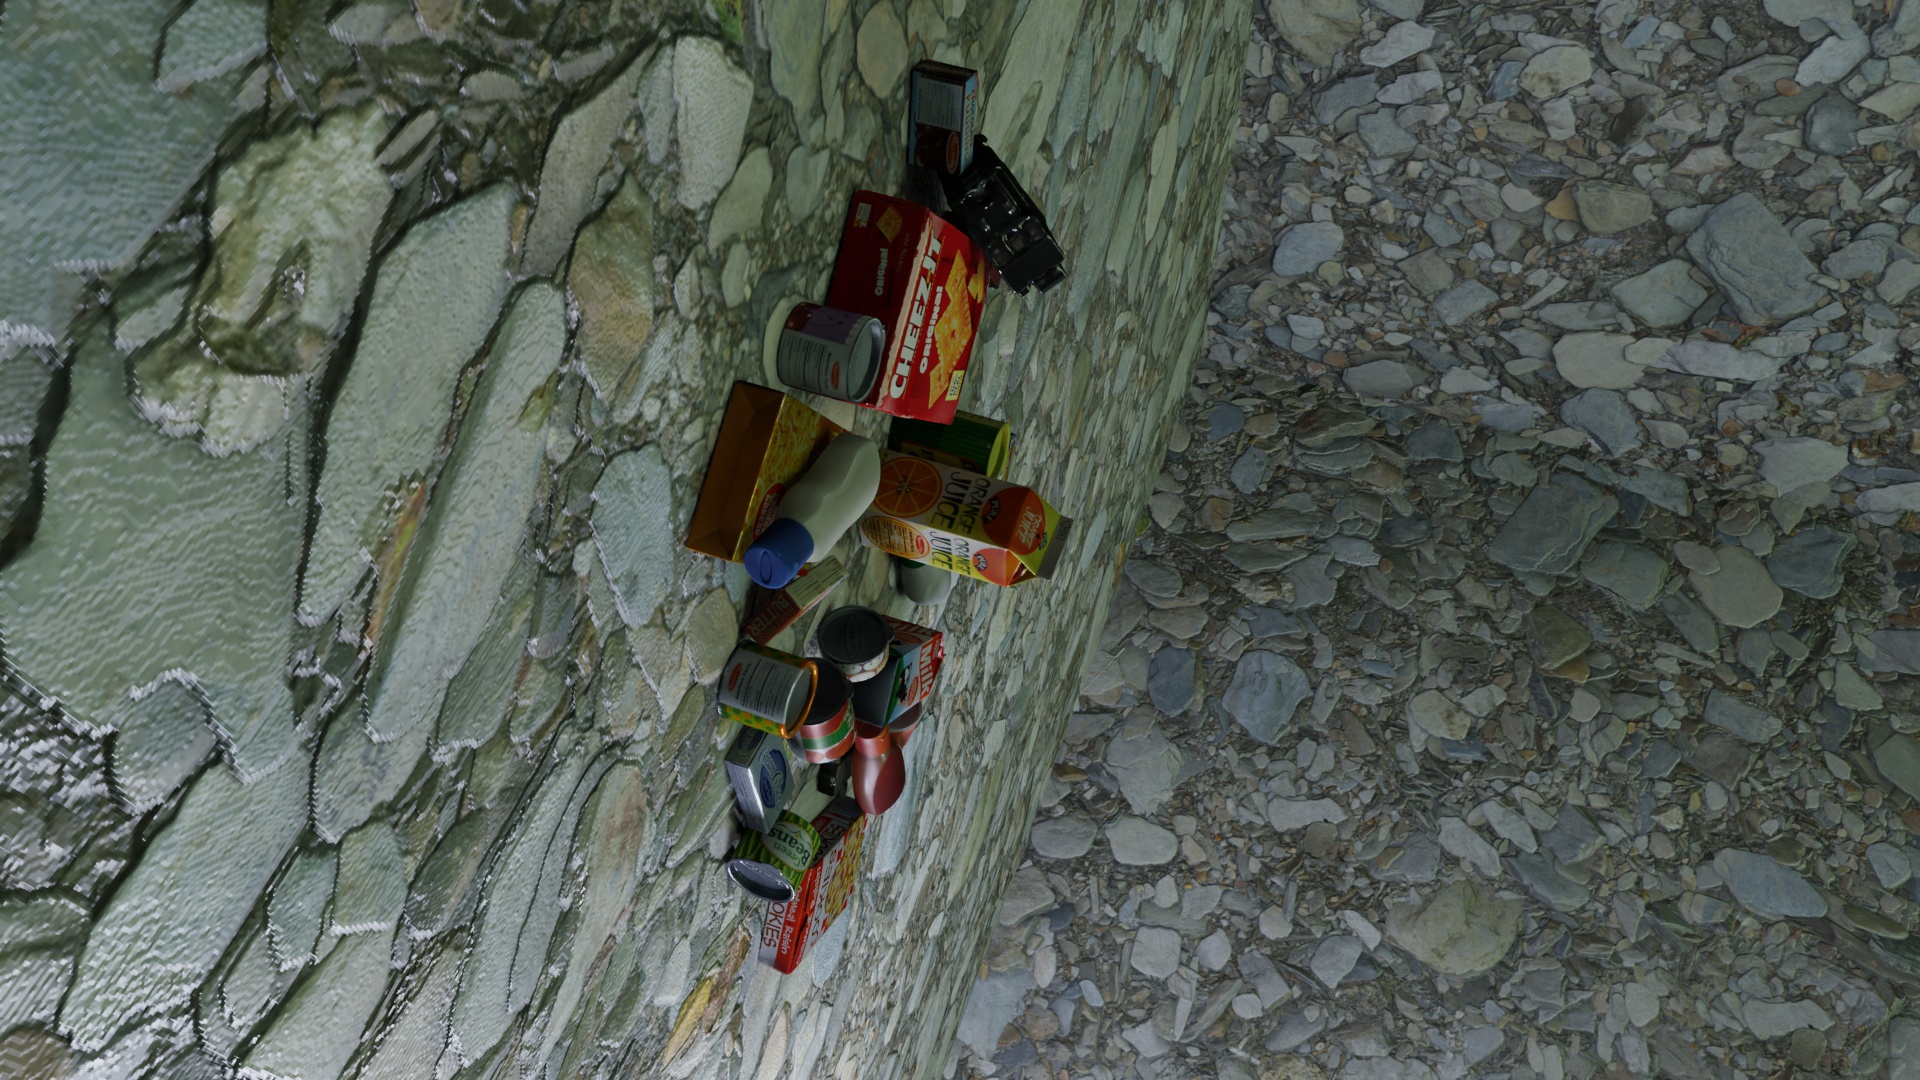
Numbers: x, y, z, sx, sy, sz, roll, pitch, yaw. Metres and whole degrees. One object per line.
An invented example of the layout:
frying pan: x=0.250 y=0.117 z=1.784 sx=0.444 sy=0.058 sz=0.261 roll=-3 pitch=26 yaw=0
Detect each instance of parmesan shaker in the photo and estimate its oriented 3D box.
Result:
parmesan shaker: x=-0.010 y=-0.095 z=1.349 sx=0.071 sy=0.103 sz=0.071 roll=15 pitch=92 yaw=-76

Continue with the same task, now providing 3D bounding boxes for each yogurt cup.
yogurt cup: x=-0.078 y=0.192 z=1.501 sx=0.053 sy=0.072 sz=0.073 roll=105 pitch=10 yaw=-45

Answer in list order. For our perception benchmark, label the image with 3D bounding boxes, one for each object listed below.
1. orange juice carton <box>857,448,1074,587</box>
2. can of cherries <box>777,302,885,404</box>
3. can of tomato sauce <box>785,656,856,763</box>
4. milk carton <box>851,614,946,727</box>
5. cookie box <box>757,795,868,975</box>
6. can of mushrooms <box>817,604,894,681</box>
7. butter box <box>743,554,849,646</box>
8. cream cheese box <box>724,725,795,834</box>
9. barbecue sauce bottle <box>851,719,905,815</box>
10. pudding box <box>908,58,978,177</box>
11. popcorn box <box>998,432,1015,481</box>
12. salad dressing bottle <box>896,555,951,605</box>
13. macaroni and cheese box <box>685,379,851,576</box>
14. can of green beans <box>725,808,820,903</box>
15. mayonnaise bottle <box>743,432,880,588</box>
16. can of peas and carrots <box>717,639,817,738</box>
orange juice carton: x=0.005 y=-0.016 z=1.307 sx=0.072 sy=0.193 sz=0.072 roll=86 pitch=23 yaw=-58
can of cherries: x=-0.096 y=-0.141 z=1.041 sx=0.071 sy=0.058 sz=0.071 roll=14 pitch=92 yaw=-76
can of tomato sauce: x=-0.127 y=0.151 z=1.235 sx=0.082 sy=0.071 sz=0.071 roll=86 pitch=23 yaw=-57
milk carton: x=-0.073 y=0.126 z=1.422 sx=0.191 sy=0.072 sz=0.073 roll=-23 pitch=127 yaw=-74
cookie box: x=-0.149 y=0.355 z=1.446 sx=0.168 sy=0.040 sz=0.122 roll=-34 pitch=138 yaw=-70
can of mushrooms: x=-0.097 y=0.096 z=1.290 sx=0.033 sy=0.071 sz=0.071 roll=92 pitch=19 yaw=-51
butter box: x=-0.133 y=0.048 z=1.134 sx=0.053 sy=0.024 sz=0.104 roll=-41 pitch=180 yaw=23
cream cheese box: x=-0.171 y=0.200 z=1.190 sx=0.103 sy=0.024 sz=0.054 roll=84 pitch=26 yaw=-45
barbecue sauce bottle: x=-0.088 y=0.226 z=1.440 sx=0.065 sy=0.044 sz=0.147 roll=-53 pitch=157 yaw=-30
pudding box: x=-0.015 y=-0.349 z=1.147 sx=0.030 sy=0.050 sz=0.083 roll=-56 pitch=157 yaw=-48
popcorn box: x=0.005 y=-0.063 z=1.491 sx=0.038 sy=0.085 sz=0.126 roll=-48 pitch=151 yaw=-64
salad dressing bottle: x=-0.043 y=0.025 z=1.491 sx=0.147 sy=0.044 sz=0.064 roll=68 pitch=42 yaw=-68
macaroni and cheese box: x=-0.137 y=-0.040 z=1.030 sx=0.166 sy=0.040 sz=0.123 roll=24 pitch=83 yaw=-77
can of green beans: x=-0.165 y=0.278 z=1.232 sx=0.071 sy=0.071 sz=0.058 roll=92 pitch=19 yaw=-47
mayonnaise bottle: x=-0.106 y=-0.020 z=1.005 sx=0.149 sy=0.041 sz=0.064 roll=-53 pitch=155 yaw=-51
can of peas and carrots: x=-0.153 y=0.119 z=1.113 sx=0.071 sy=0.059 sz=0.071 roll=15 pitch=92 yaw=-77
